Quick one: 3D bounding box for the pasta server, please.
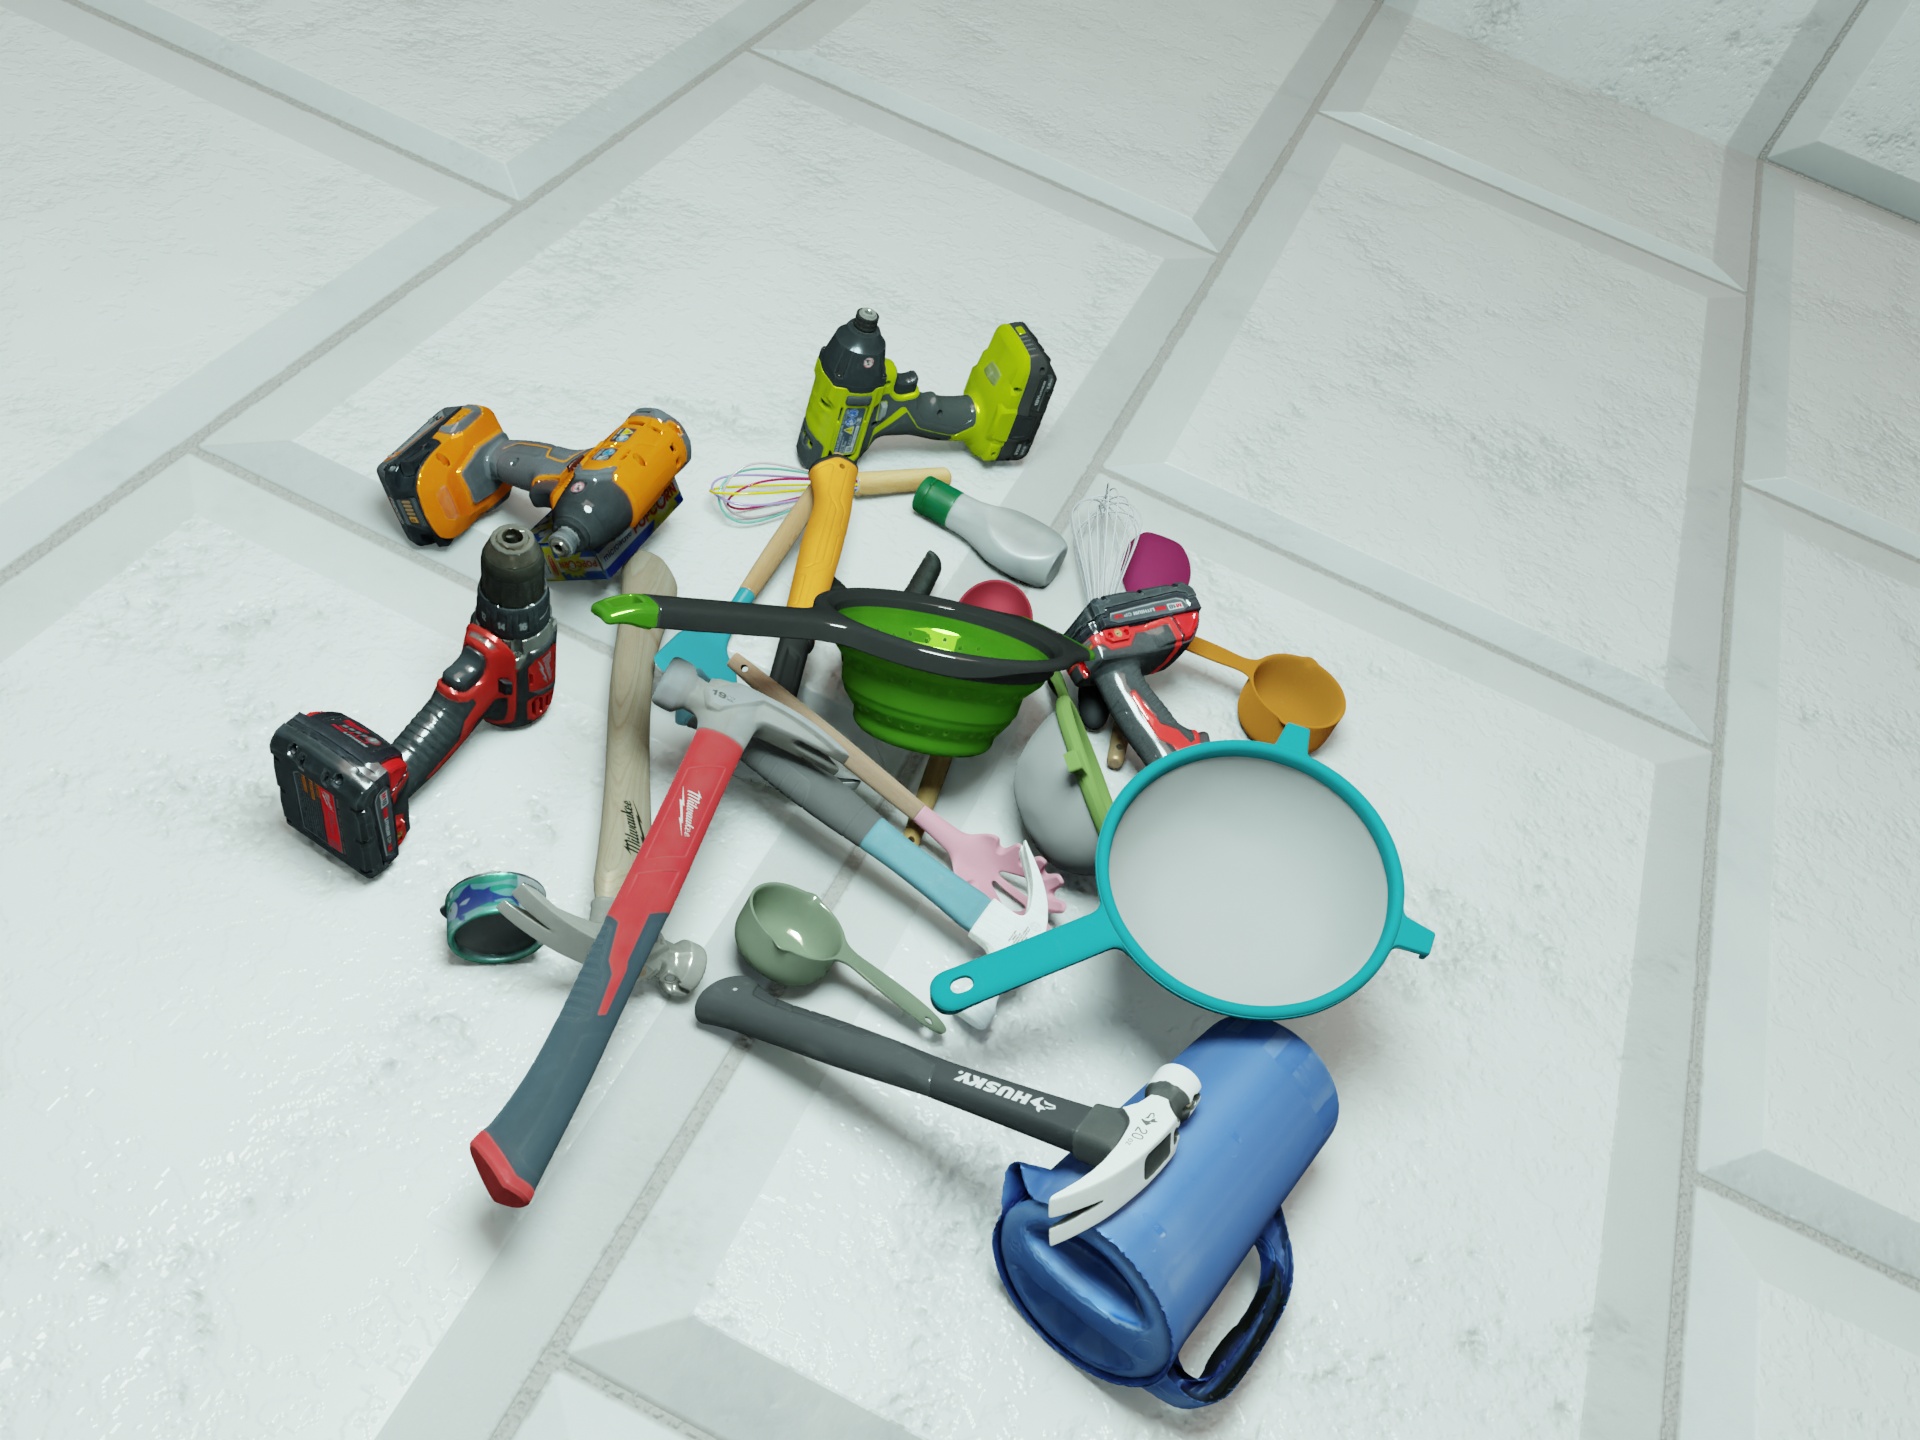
[{"bbox_3d":[-0.052,0.051,1.202,0.316,0.040,0.060,39,80,2],"label":"pasta server"}]

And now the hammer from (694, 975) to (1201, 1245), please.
[{"bbox_3d":[-0.029,0.225,1.005,0.335,0.035,0.146,13,30,28],"label":"hammer"}]

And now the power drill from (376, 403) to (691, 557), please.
[{"bbox_3d":[-0.349,-0.188,1.279,0.226,0.084,0.164,5,42,22],"label":"power drill"}]

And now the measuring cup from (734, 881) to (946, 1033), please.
[{"bbox_3d":[-0.086,0.179,1.116,0.167,0.038,0.083,36,23,-2],"label":"measuring cup"}]

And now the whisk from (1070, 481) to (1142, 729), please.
[{"bbox_3d":[0.126,-0.107,1.432,0.070,0.070,0.285,12,51,-7],"label":"whisk"}]

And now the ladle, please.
[{"bbox_3d":[-0.002,-0.004,1.318,0.069,0.031,0.316,18,48,2],"label":"ladle"}]

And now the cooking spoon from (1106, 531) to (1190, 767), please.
[{"bbox_3d":[0.164,-0.072,1.437,0.068,0.017,0.319,20,46,-2],"label":"cooking spoon"}]

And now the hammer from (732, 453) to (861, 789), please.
[{"bbox_3d":[-0.120,-0.088,1.307,0.127,0.034,0.337,19,53,-13],"label":"hammer"}]

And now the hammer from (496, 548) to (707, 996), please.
[{"bbox_3d":[-0.254,0.009,1.185,0.146,0.038,0.411,31,34,-33],"label":"hammer"}]

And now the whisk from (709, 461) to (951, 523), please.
[{"bbox_3d":[-0.114,-0.214,1.461,0.245,0.047,0.051,-9,80,-30],"label":"whisk"}]

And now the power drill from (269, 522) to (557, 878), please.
[{"bbox_3d":[-0.365,-0.020,1.109,0.080,0.187,0.227,31,51,10],"label":"power drill"}]

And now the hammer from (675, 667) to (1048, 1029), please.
[{"bbox_3d":[-0.077,0.075,1.162,0.331,0.033,0.128,37,72,7],"label":"hammer"}]

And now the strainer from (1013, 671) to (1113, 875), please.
[{"bbox_3d":[0.073,0.035,1.272,0.069,0.151,0.257,-21,30,5],"label":"strainer"}]

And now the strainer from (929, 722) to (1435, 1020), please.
[{"bbox_3d":[0.138,0.146,1.107,0.340,0.095,0.211,-20,61,-12],"label":"strainer"}]

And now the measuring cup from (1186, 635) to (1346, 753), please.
[{"bbox_3d":[0.250,-0.028,1.403,0.173,0.052,0.095,25,46,8],"label":"measuring cup"}]

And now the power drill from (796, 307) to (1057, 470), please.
[{"bbox_3d":[-0.031,-0.310,1.489,0.223,0.171,0.080,-7,52,-27],"label":"power drill"}]

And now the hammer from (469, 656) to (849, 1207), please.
[{"bbox_3d":[-0.194,0.133,1.022,0.143,0.038,0.387,27,52,-10],"label":"hammer"}]

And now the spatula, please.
[{"bbox_3d":[-0.162,-0.127,1.343,0.082,0.044,0.318,40,52,-18],"label":"spatula"}]

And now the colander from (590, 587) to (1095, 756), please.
[{"bbox_3d":[-0.087,-0.034,1.174,0.396,0.094,0.205,2,18,-36],"label":"colander"}]

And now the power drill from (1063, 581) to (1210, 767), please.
[{"bbox_3d":[0.179,0.002,1.314,0.143,0.078,0.220,-12,69,-27],"label":"power drill"}]
